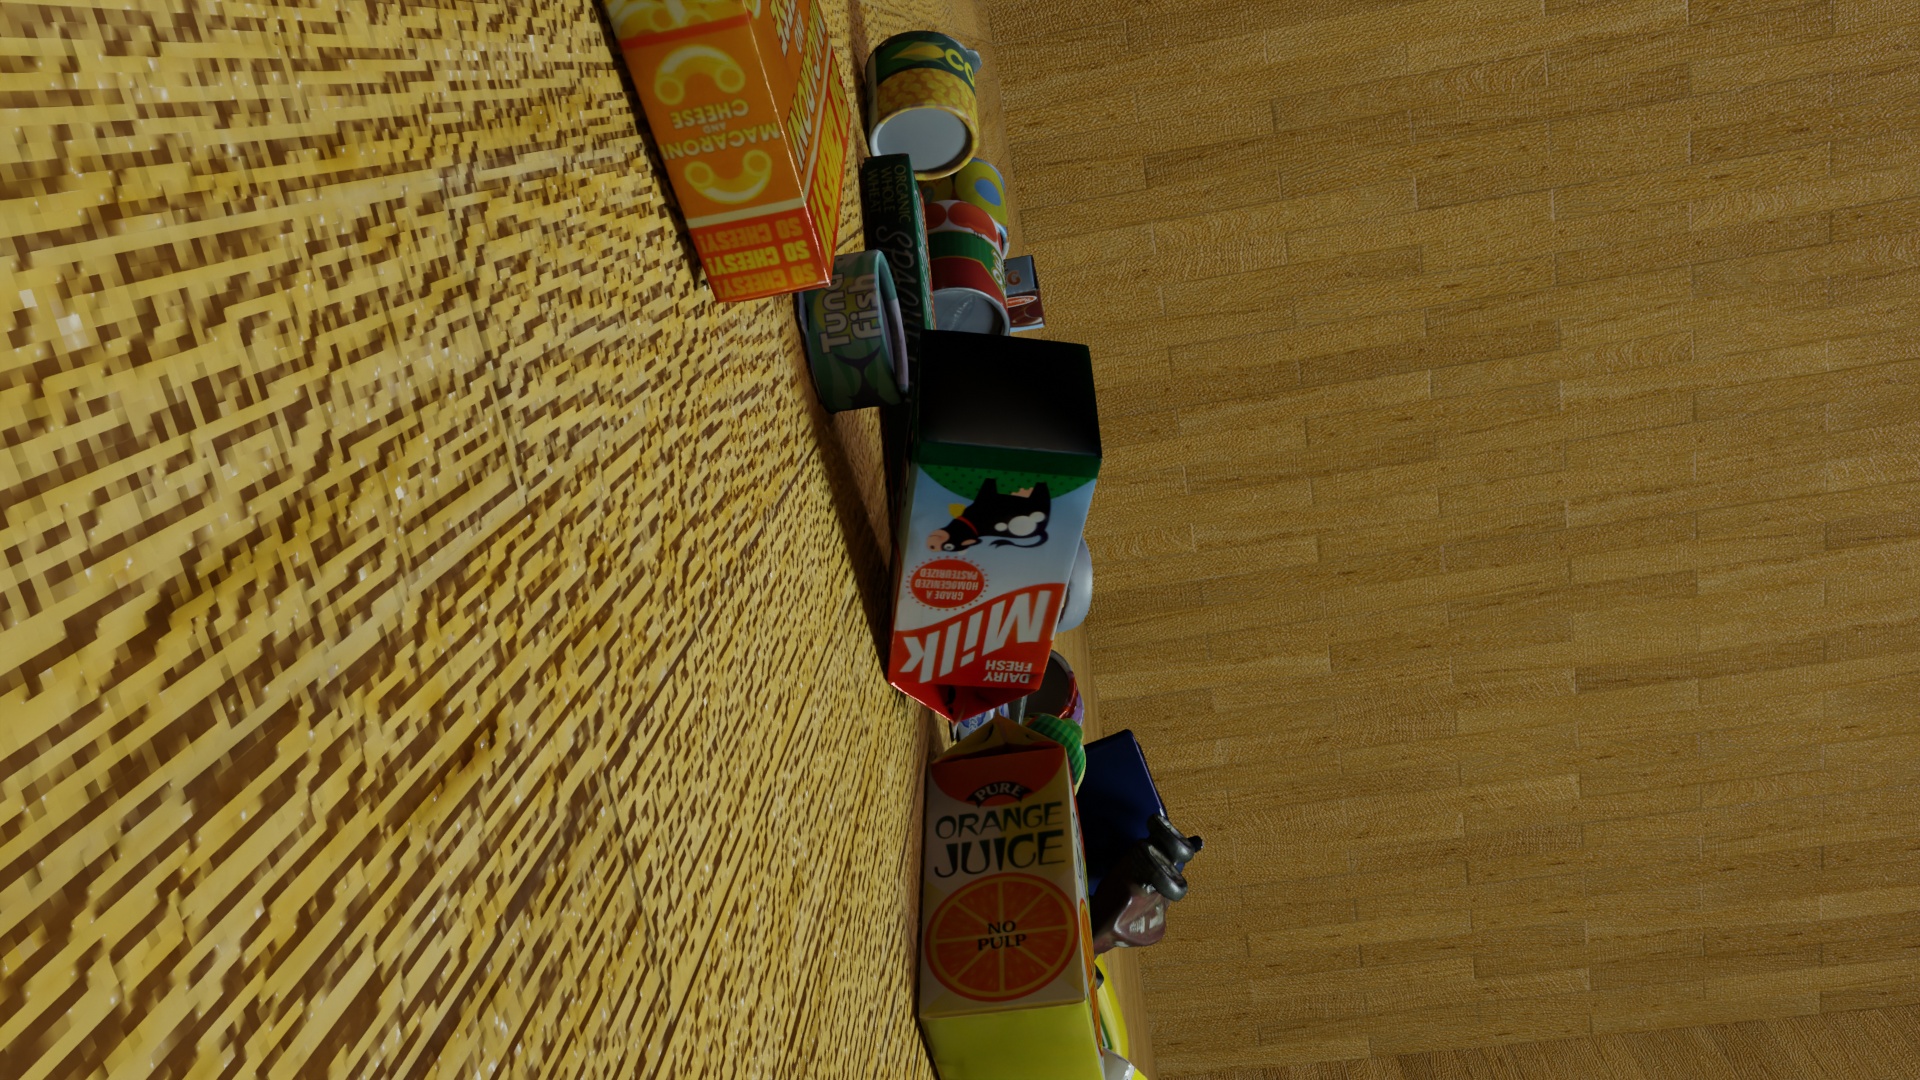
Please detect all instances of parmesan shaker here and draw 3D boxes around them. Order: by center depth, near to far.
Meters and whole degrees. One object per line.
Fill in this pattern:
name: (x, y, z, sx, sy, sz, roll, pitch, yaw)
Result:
parmesan shaker: (0.047, 0.147, 0.898, 0.103, 0.071, 0.071, 20, 62, -82)

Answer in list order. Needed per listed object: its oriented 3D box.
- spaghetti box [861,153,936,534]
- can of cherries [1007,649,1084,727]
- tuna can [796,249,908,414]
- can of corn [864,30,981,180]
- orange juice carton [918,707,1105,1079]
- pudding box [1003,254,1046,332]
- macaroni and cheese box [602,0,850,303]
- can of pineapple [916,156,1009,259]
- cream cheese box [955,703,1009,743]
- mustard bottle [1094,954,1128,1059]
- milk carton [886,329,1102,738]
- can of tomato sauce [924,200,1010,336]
spaghetti box: (-0.027, -0.090, 0.749, 0.050, 0.029, 0.251, 65, 18, -70)
can of cherries: (0.053, 0.119, 1.010, 0.058, 0.071, 0.072, 69, 14, -62)
tuna can: (-0.044, -0.089, 0.583, 0.071, 0.033, 0.071, -11, 93, -84)
can of corn: (-0.021, -0.258, 0.825, 0.071, 0.071, 0.058, 69, 15, -62)
orange juice carton: (0.024, 0.167, 0.673, 0.194, 0.073, 0.071, -89, 169, -55)
pudding box: (0.012, -0.158, 0.920, 0.049, 0.084, 0.030, 65, 18, -67)
macaroni and cheese box: (-0.074, -0.174, 0.411, 0.124, 0.040, 0.165, -91, 169, -49)
can of pineapple: (-0.001, -0.228, 0.979, 0.070, 0.071, 0.058, 72, 12, -56)
cream cheese box: (0.010, 0.092, 0.848, 0.104, 0.024, 0.053, -1, 80, -83)
mustard bottle: (0.068, 0.294, 0.943, 0.049, 0.065, 0.160, -31, 105, -82)
milk carton: (0.007, 0.005, 0.617, 0.189, 0.073, 0.073, 101, -9, -46)
can of tomato sauce: (-0.004, -0.156, 0.845, 0.071, 0.071, 0.083, 74, 10, -51)
